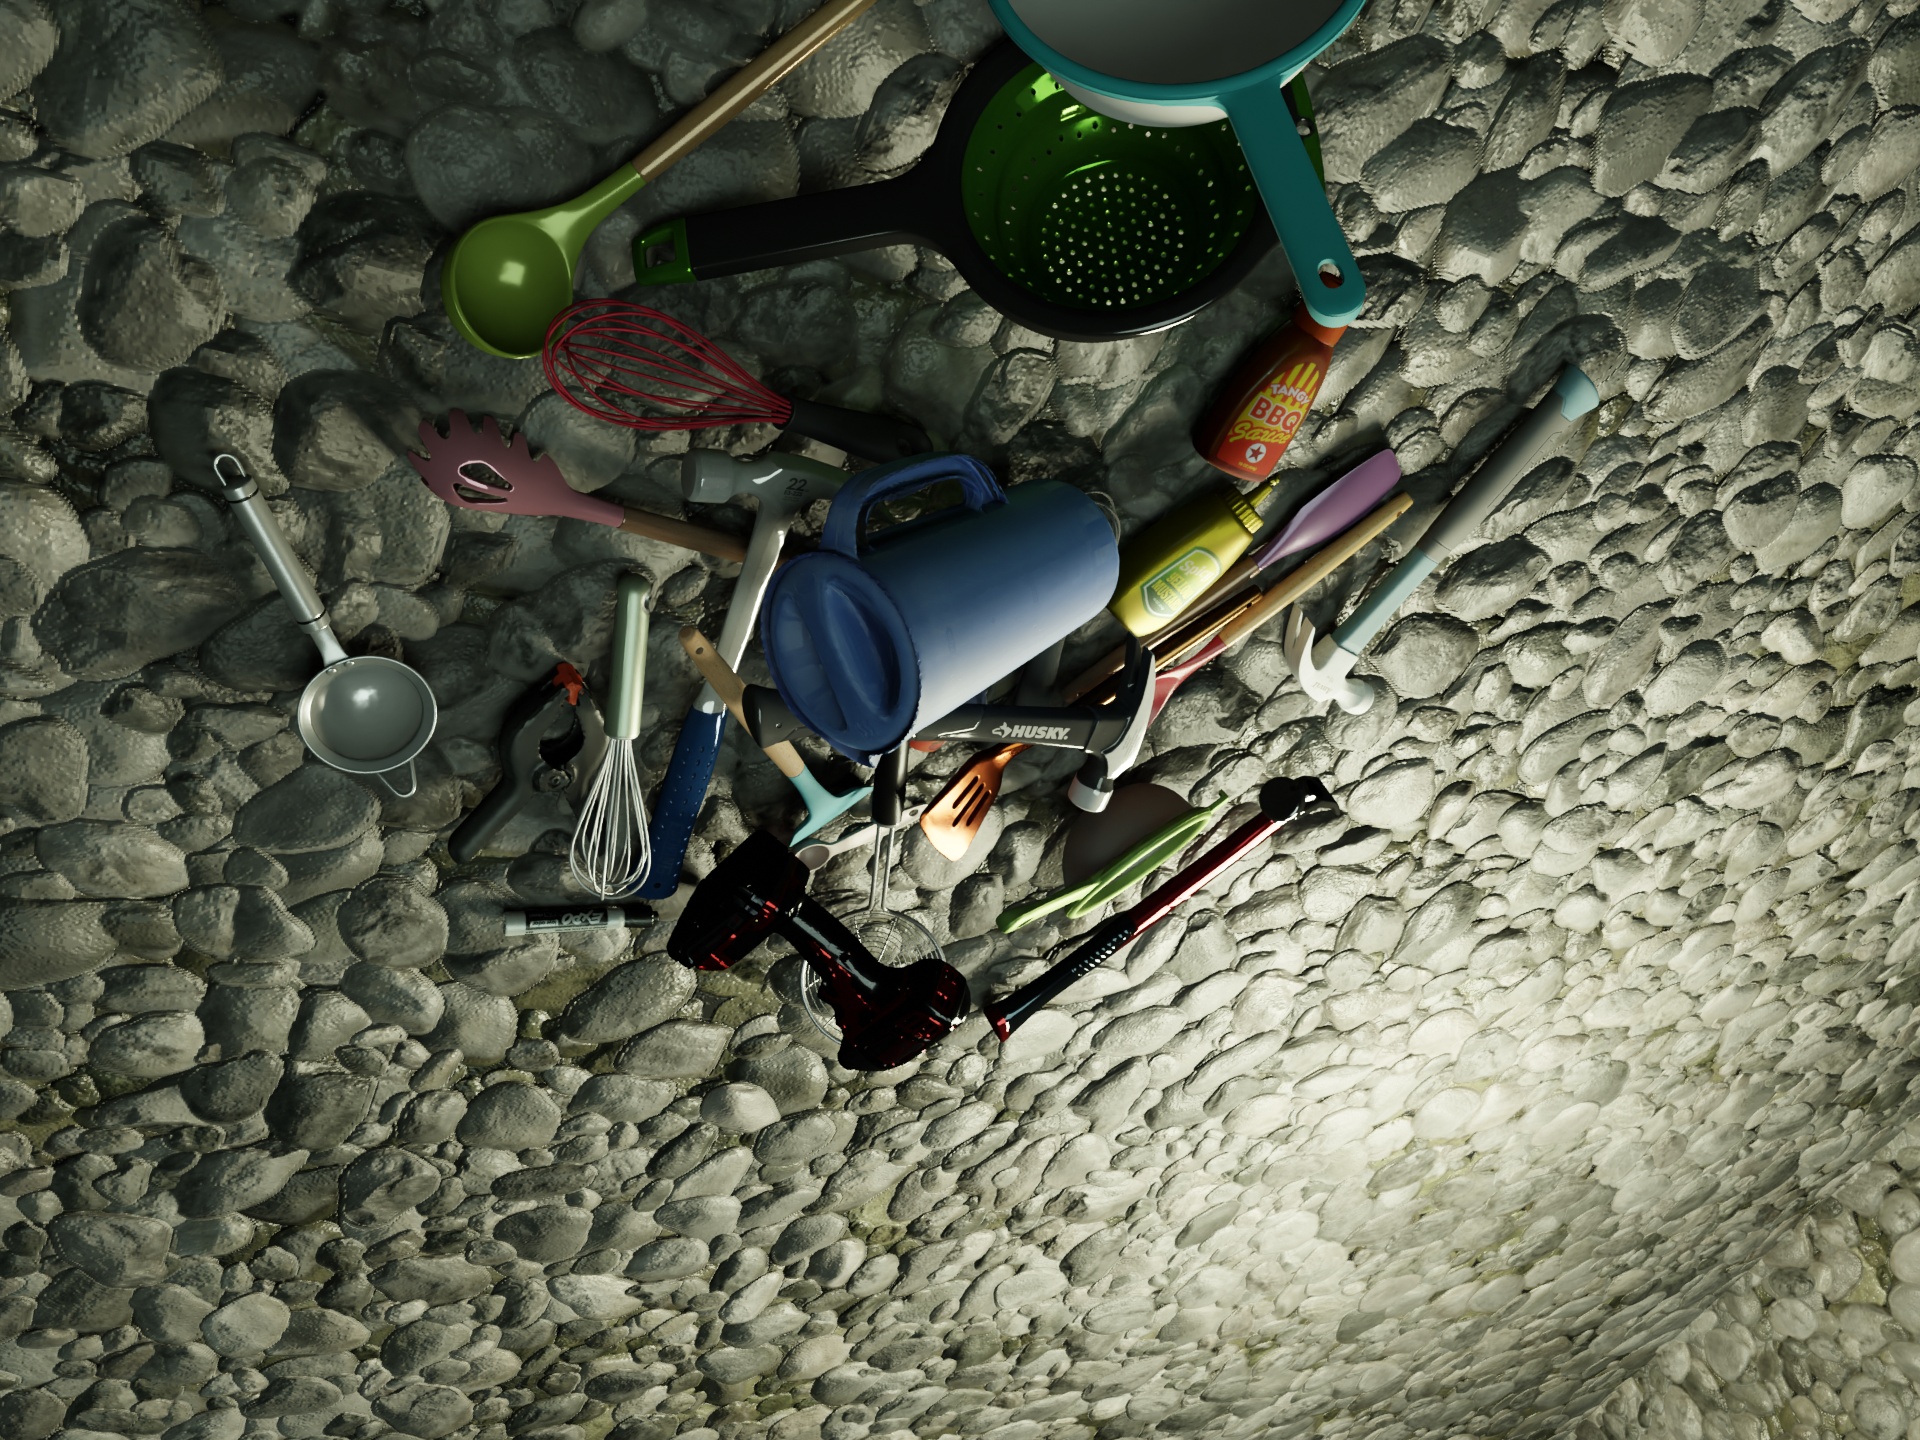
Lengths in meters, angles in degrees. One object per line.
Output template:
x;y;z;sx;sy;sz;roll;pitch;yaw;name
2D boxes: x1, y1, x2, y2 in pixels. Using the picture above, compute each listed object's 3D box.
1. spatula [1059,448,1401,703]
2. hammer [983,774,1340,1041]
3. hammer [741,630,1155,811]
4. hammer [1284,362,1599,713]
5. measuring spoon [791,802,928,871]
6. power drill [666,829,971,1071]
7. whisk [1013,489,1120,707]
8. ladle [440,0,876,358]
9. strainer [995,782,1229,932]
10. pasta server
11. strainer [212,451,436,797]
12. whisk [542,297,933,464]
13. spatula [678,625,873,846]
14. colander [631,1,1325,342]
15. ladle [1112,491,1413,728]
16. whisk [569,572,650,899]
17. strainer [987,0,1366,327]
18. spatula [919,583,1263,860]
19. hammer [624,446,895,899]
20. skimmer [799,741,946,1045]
0.211;-0.107;1.249;0.316;0.018;0.059;-35;143;8;spatula
0.177;0.176;1.458;0.386;0.038;0.143;-40;159;21;hammer
-0.002;-0.004;1.135;0.334;0.035;0.146;3;121;-34;hammer
0.386;-0.145;1.282;0.128;0.033;0.331;21;119;-37;hammer
-0.084;0.090;1.302;0.124;0.018;0.034;-22;142;-13;measuring spoon
-0.113;0.198;1.262;0.219;0.079;0.143;38;129;-14;power drill
0.073;-0.074;1.203;0.055;0.055;0.238;-5;135;-20;whisk
-0.155;-0.316;0.880;0.320;0.062;0.078;-36;132;6;ladle
0.101;0.110;1.314;0.256;0.069;0.151;-18;157;-48;strainer
-0.201;-0.132;1.045;0.316;0.040;0.060;12;123;-36;pasta server
-0.406;-0.059;1.009;0.087;0.050;0.258;-23;129;-11;strainer
-0.123;-0.195;0.974;0.295;0.073;0.073;8;127;-45;whisk
-0.135;0.016;1.140;0.082;0.044;0.317;-35;146;-4;spatula
0.008;-0.292;0.943;0.397;0.204;0.094;-9;169;5;colander
0.231;-0.080;1.276;0.315;0.031;0.069;-38;153;9;ladle
-0.238;0.015;1.111;0.059;0.058;0.246;9;110;0;whisk
0.135;-0.340;0.836;0.211;0.340;0.095;-19;165;1;strainer
0.104;-0.006;1.241;0.322;0.041;0.080;-34;143;1;spatula
-0.169;-0.018;1.129;0.144;0.035;0.405;0;134;-29;hammer
-0.062;0.137;1.266;0.127;0.090;0.363;3;140;-4;skimmer
